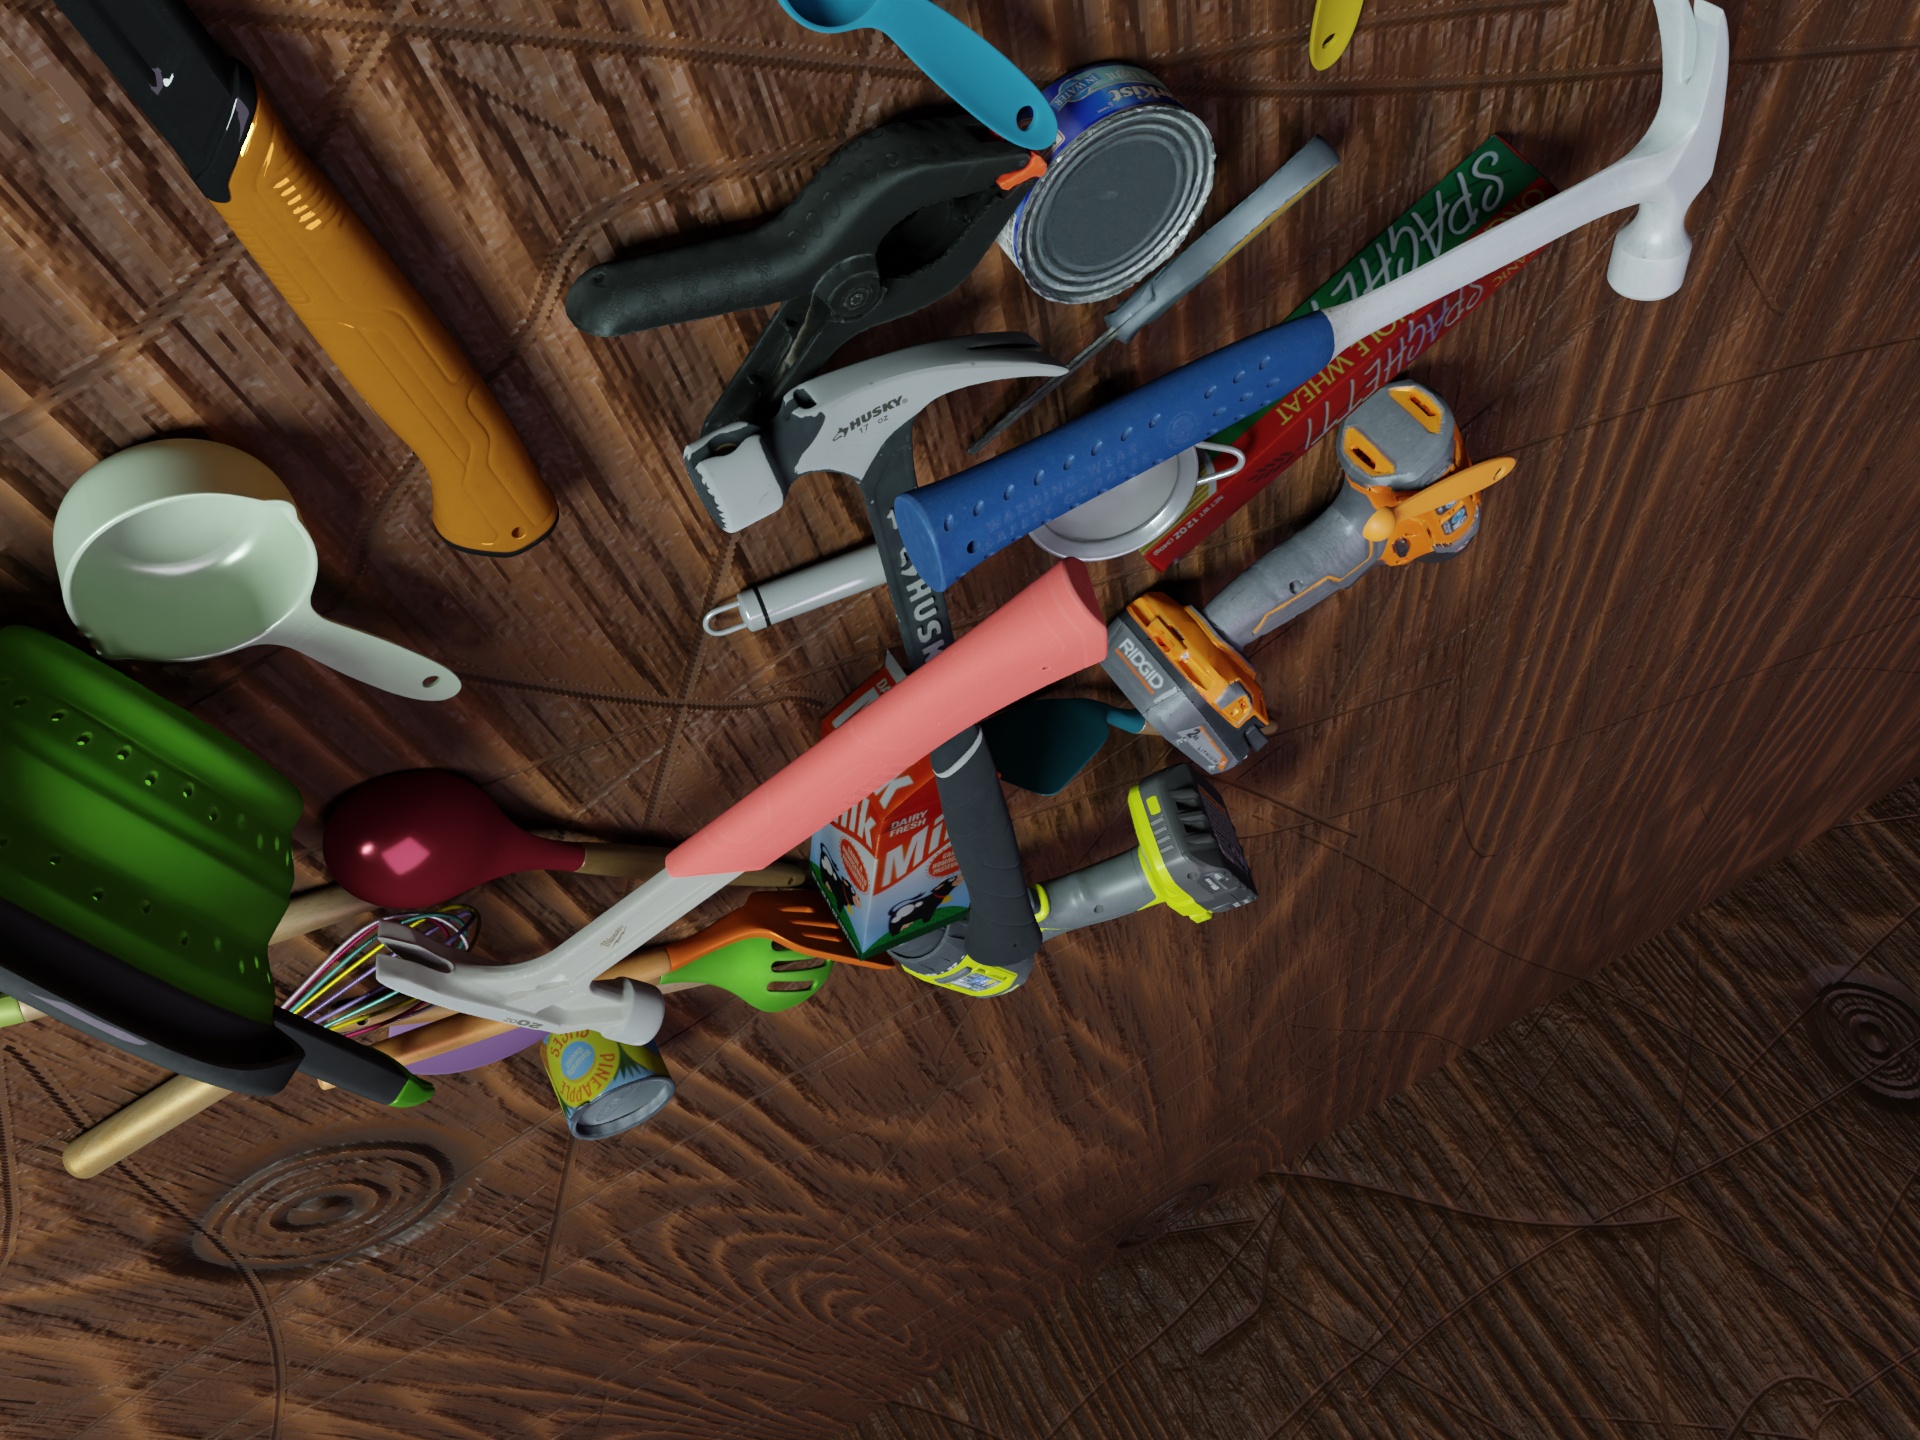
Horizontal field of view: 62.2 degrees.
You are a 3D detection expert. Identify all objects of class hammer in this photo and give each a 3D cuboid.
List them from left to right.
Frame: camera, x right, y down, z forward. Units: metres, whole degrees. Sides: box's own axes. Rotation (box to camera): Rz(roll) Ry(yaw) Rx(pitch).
[{"bbox_3d":[-0.186,-0.152,0.448,0.127,0.034,0.336,-29,152,-4],"label":"hammer"},{"bbox_3d":[-0.088,0.040,0.679,0.359,0.037,0.149,-35,139,26],"label":"hammer"},{"bbox_3d":[-0.001,-0.002,0.734,0.149,0.036,0.408,-30,142,-12],"label":"hammer"},{"bbox_3d":[0.154,-0.165,0.645,0.405,0.035,0.143,-29,141,-15],"label":"hammer"}]

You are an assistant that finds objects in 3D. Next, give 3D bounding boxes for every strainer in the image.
[{"bbox_3d":[0.004,-0.090,0.729,0.258,0.050,0.086,-21,136,-8],"label":"strainer"}]

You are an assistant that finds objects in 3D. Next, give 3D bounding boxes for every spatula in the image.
[{"bbox_3d":[-0.182,0.145,0.862,0.322,0.081,0.041,-15,129,-34],"label":"spatula"},{"bbox_3d":[-0.184,0.158,0.949,0.315,0.018,0.059,-9,125,-37],"label":"spatula"},{"bbox_3d":[0.117,0.010,0.990,0.317,0.082,0.044,1,108,-52],"label":"spatula"}]

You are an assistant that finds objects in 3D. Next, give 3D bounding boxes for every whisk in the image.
[{"bbox_3d":[-0.337,0.159,0.776,0.245,0.047,0.051,-31,159,5],"label":"whisk"}]

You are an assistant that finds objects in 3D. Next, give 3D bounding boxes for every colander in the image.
[{"bbox_3d":[-0.279,0.067,0.600,0.094,0.204,0.396,-60,161,-17],"label":"colander"}]

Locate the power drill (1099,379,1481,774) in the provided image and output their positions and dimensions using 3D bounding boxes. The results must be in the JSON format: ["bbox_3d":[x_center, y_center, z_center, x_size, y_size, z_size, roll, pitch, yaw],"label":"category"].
[{"bbox_3d":[0.199,-0.074,0.907,0.226,0.084,0.164,-42,150,10],"label":"power drill"}]

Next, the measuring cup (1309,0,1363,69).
[{"bbox_3d":[0.133,-0.292,0.565,0.062,0.029,0.156,-31,163,-3],"label":"measuring cup"}]

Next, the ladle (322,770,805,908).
[{"bbox_3d":[-0.179,0.072,0.810,0.315,0.031,0.069,14,107,-57],"label":"ladle"}]

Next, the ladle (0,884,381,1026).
[{"bbox_3d":[-0.367,0.121,0.675,0.320,0.062,0.078,-18,145,-30],"label":"ladle"}]

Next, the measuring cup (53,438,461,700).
[{"bbox_3d":[-0.238,-0.045,0.561,0.083,0.038,0.167,-37,153,8],"label":"measuring cup"}]

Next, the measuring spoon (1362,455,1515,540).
[{"bbox_3d":[0.252,-0.115,0.826,0.117,0.011,0.021,-24,146,-28],"label":"measuring spoon"}]

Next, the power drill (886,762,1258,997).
[{"bbox_3d":[0.061,0.110,1.024,0.228,0.080,0.190,-23,156,15],"label":"power drill"}]

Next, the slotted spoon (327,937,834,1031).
[{"bbox_3d":[-0.197,0.149,0.906,0.313,0.031,0.070,-2,102,-38],"label":"slotted spoon"}]

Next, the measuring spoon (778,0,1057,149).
[{"bbox_3d":[-0.014,-0.220,0.508,0.128,0.021,0.042,21,107,-46],"label":"measuring spoon"}]
